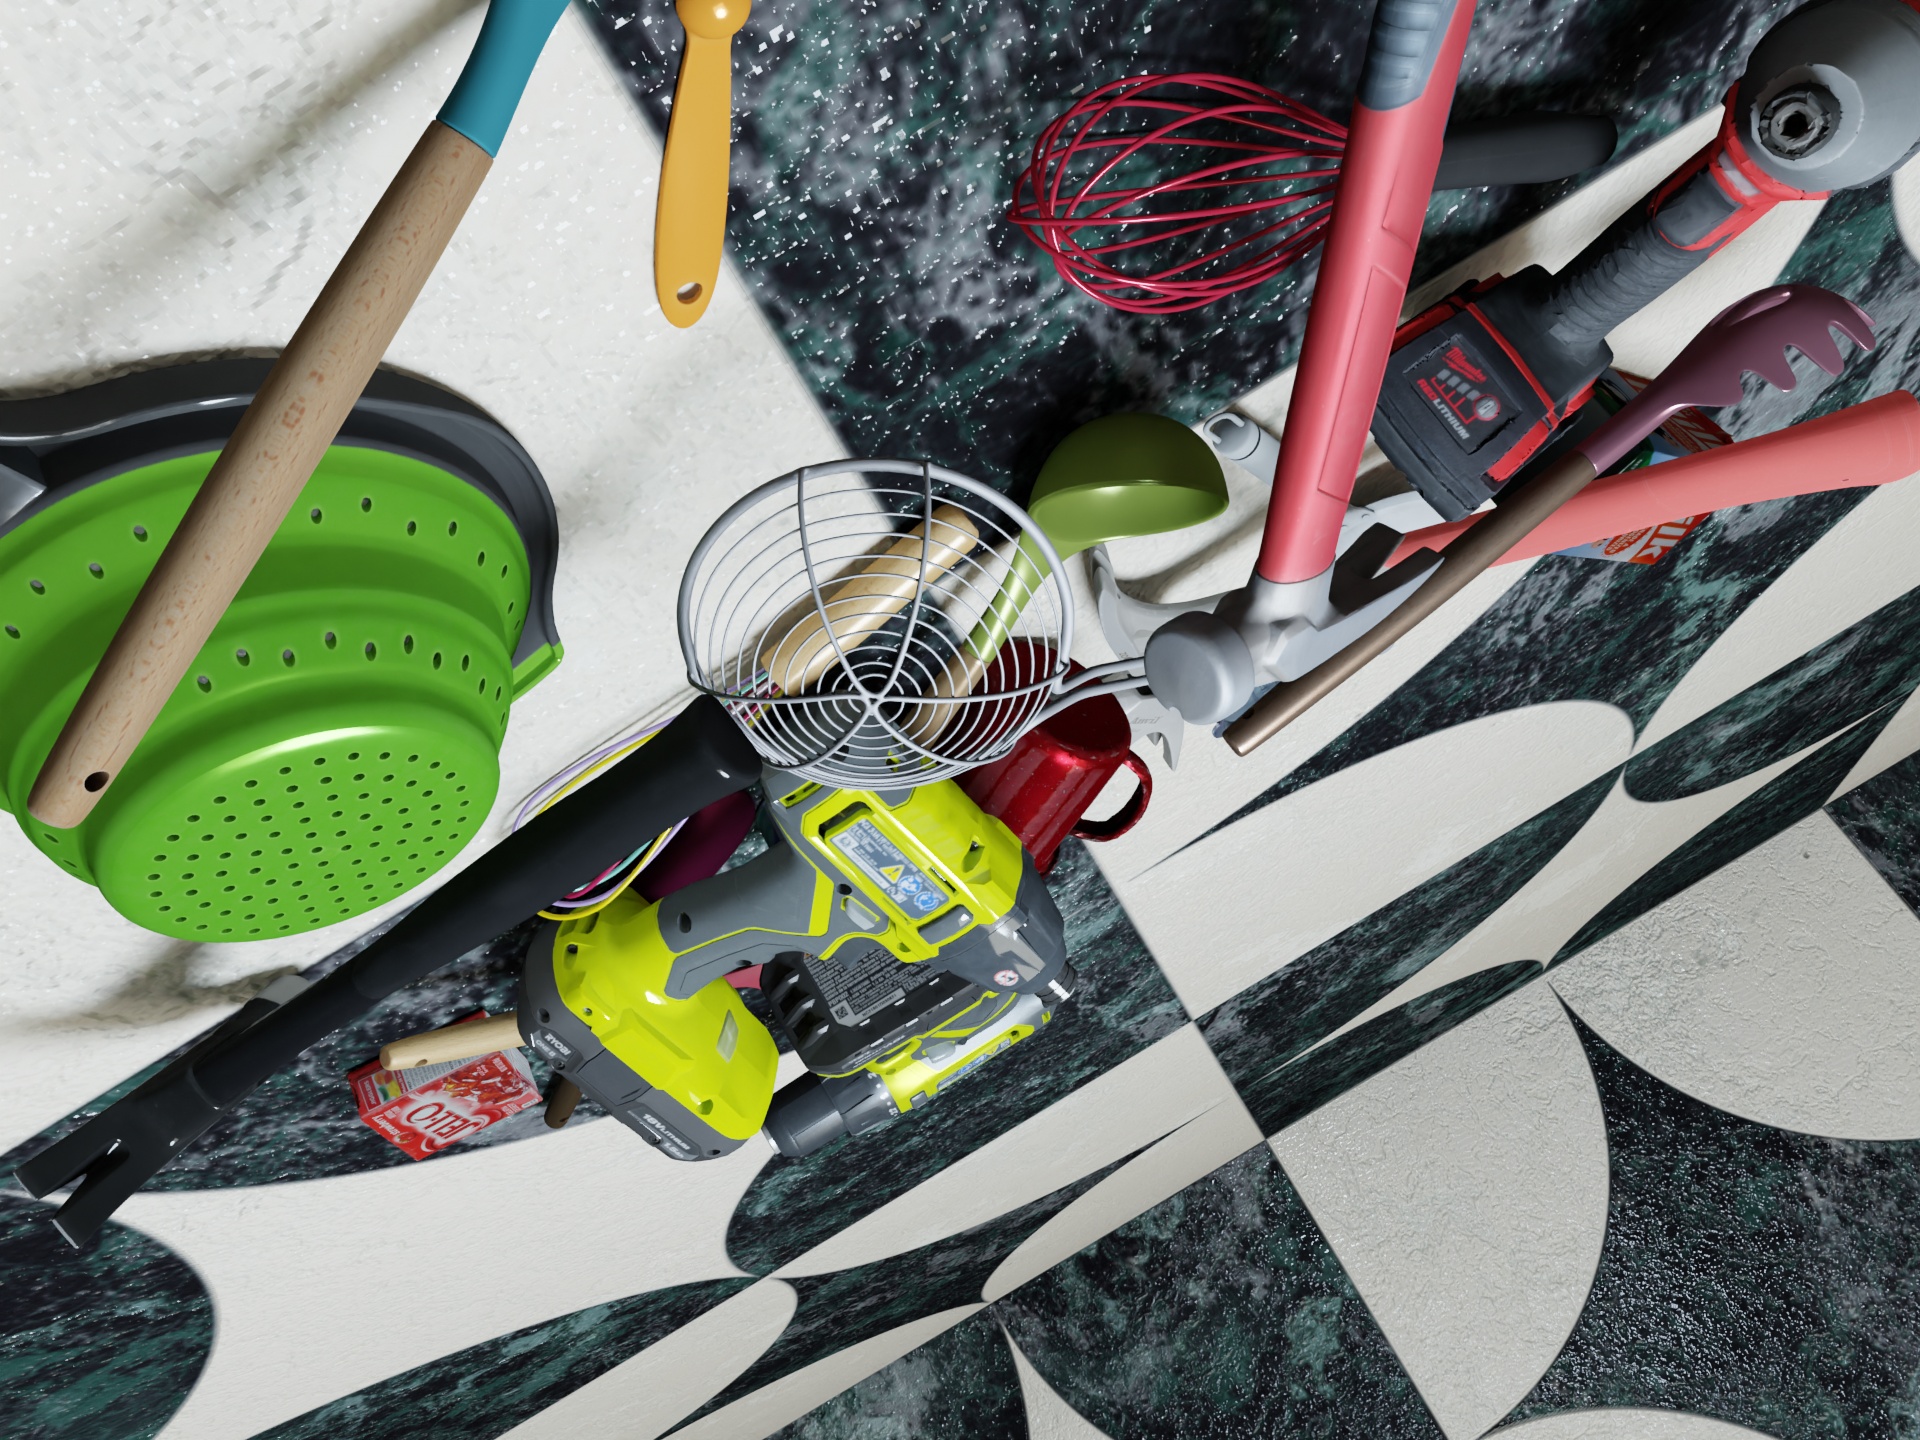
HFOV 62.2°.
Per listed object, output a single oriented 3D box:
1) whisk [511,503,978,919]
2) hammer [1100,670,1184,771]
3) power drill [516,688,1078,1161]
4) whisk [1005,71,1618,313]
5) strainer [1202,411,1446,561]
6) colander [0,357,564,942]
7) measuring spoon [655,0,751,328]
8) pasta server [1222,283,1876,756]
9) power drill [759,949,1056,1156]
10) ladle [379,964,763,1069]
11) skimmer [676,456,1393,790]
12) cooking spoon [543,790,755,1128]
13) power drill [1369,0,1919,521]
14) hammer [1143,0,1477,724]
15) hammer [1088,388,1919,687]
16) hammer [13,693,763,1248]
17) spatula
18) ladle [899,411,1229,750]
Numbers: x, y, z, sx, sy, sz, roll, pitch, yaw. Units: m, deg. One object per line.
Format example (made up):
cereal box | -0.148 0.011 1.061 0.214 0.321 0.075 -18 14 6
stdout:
whisk | -0.088 -0.001 0.648 0.245 0.047 0.051 -39 131 9
hammer | 0.012 0.085 0.927 0.130 0.031 0.331 -2 143 -44
power drill | -0.072 0.104 0.708 0.223 0.080 0.171 -33 114 25
whisk | 0.134 -0.187 0.540 0.296 0.073 0.073 -20 153 -34
strainer | 0.178 -0.101 0.763 0.087 0.050 0.258 -28 155 29
colander | -0.230 -0.025 0.397 0.204 0.095 0.396 -34 154 6
measuring spoon | -0.071 -0.150 0.436 0.021 0.011 0.116 -18 152 -25
pasta server | 0.238 -0.082 0.651 0.316 0.040 0.060 -38 -162 -2
power drill | -0.039 0.168 0.893 0.190 0.080 0.228 -30 157 -10
ladle | -0.153 0.140 0.817 0.315 0.031 0.069 -5 141 -51
skimmer | 0.059 -0.042 0.613 0.363 0.090 0.127 -10 141 -49
cooking spoon | -0.175 0.135 0.831 0.068 0.017 0.318 -9 146 -37
power drill | 0.250 -0.172 0.579 0.143 0.078 0.219 -35 176 -43
hammer | 0.137 -0.177 0.465 0.143 0.038 0.386 -30 141 -34
hammer | 0.240 -0.087 0.721 0.359 0.037 0.149 -15 157 14
hammer | -0.193 0.082 0.550 0.335 0.035 0.146 -31 -171 29
spatula | -0.120 -0.106 0.359 0.317 0.044 0.082 -58 154 2
ladle | -0.001 -0.002 0.686 0.078 0.062 0.320 7 130 -45
